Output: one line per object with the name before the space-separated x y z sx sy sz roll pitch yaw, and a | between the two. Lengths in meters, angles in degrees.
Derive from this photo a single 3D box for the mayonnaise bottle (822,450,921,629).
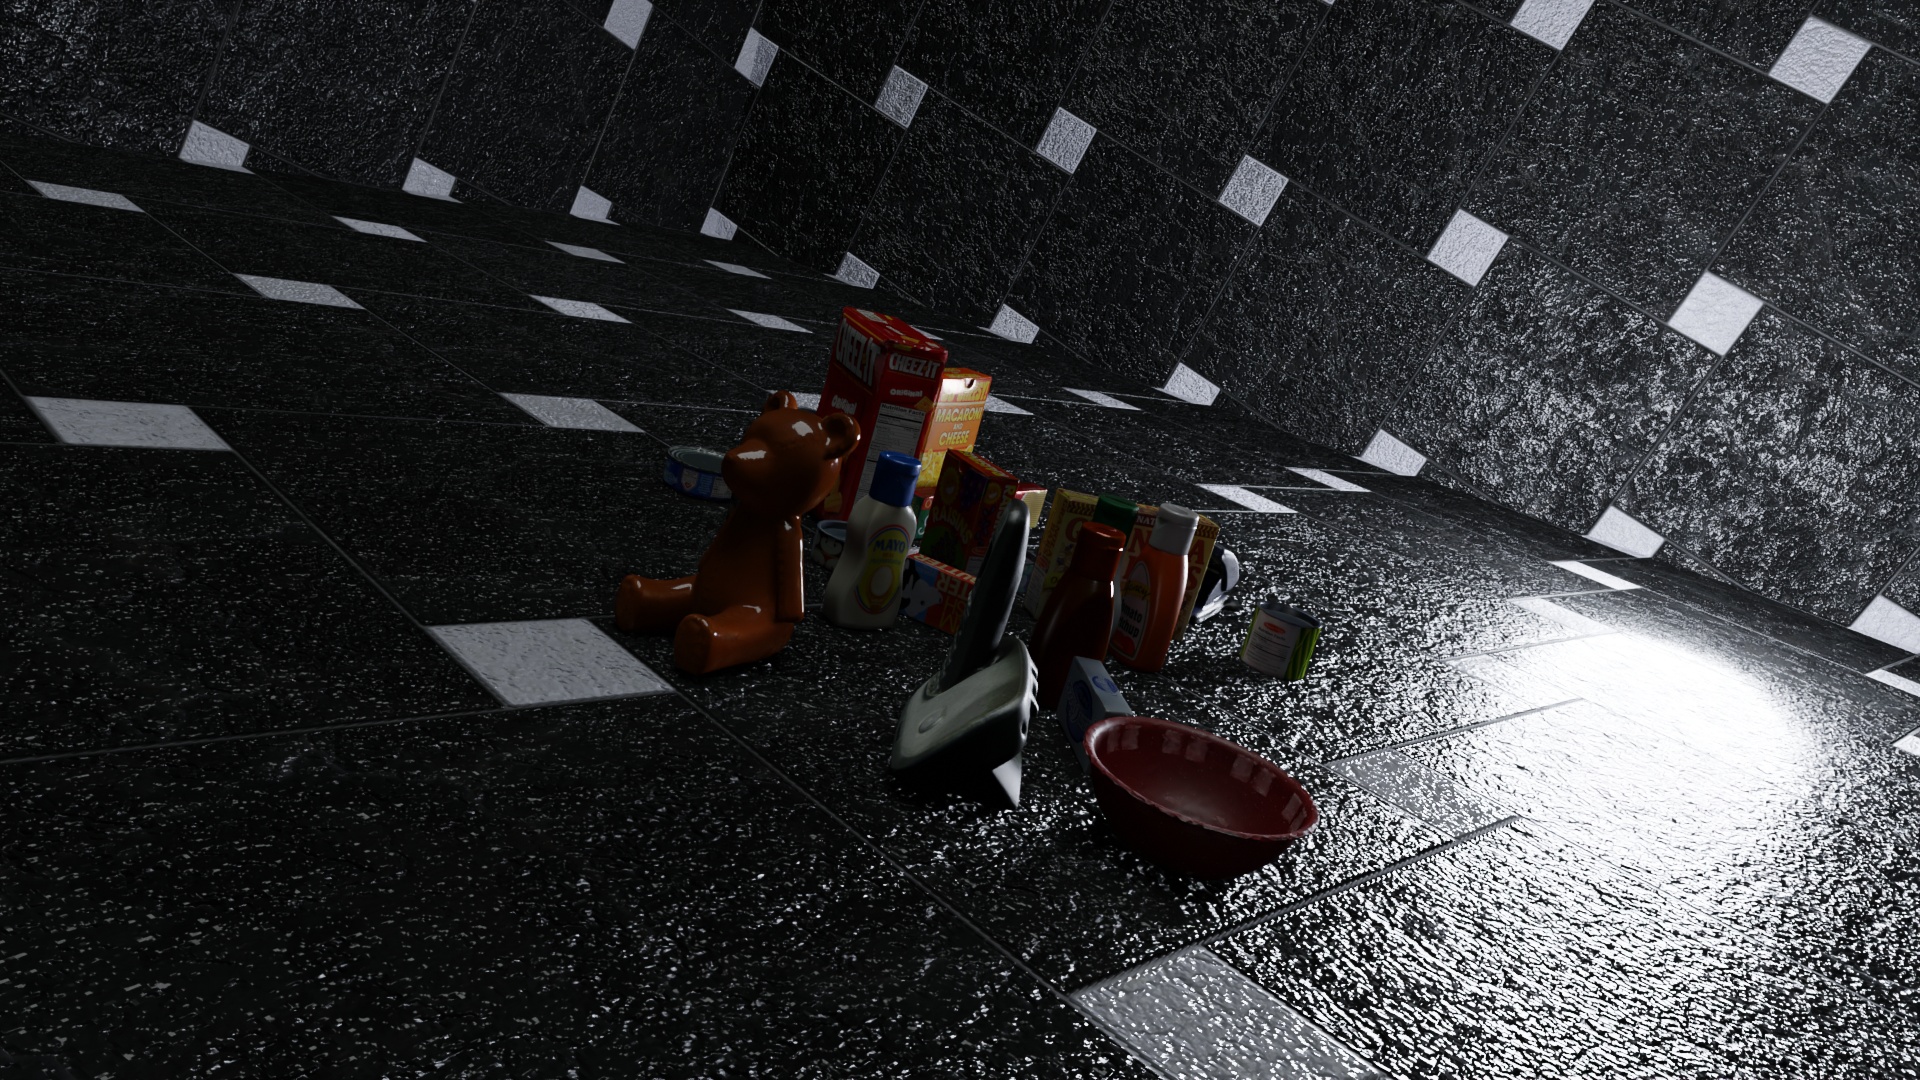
mayonnaise bottle | -0.068 0.000 1.157 0.065 0.147 0.041 5 18 -36

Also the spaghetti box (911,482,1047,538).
spaghetti box | 0.015 -0.035 1.565 0.029 0.050 0.251 25 17 31

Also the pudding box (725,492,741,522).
pudding box | -0.199 -0.025 1.308 0.030 0.049 0.084 11 15 -18

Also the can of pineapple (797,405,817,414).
can of pineapple | -0.194 -0.127 1.665 0.071 0.057 0.071 15 15 -4

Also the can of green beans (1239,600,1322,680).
can of green beans | 0.316 0.099 1.373 0.071 0.057 0.071 15 15 -4

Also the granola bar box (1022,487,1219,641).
granola bar box | 0.155 0.025 1.346 0.166 0.123 0.039 10 16 -22

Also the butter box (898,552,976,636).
butter box | -0.006 0.053 1.214 0.103 0.053 0.024 21 15 19

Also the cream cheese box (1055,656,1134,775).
cream cheese box | 0.099 0.131 1.040 0.024 0.053 0.104 13 15 -13

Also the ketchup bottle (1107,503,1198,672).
ketchup bottle | 0.178 0.041 1.261 0.043 0.148 0.065 8 16 -28

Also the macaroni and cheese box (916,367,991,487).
macaroni and cheese box | -0.026 -0.109 1.564 0.040 0.166 0.124 22 16 23

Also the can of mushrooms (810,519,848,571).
can of mushrooms | -0.105 0.008 1.316 0.071 0.033 0.071 15 15 -4

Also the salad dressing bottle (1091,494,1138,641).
salad dressing bottle | 0.119 0.033 1.233 0.064 0.147 0.044 21 15 19

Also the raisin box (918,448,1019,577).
raisin box | 0.005 -0.017 1.344 0.040 0.123 0.086 7 17 -33

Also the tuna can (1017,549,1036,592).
tuna can | 0.045 0.026 1.404 0.071 0.032 0.071 15 15 -4

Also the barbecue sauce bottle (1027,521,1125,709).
barbecue sauce bottle | 0.094 0.060 1.107 0.065 0.148 0.044 7 17 -32
